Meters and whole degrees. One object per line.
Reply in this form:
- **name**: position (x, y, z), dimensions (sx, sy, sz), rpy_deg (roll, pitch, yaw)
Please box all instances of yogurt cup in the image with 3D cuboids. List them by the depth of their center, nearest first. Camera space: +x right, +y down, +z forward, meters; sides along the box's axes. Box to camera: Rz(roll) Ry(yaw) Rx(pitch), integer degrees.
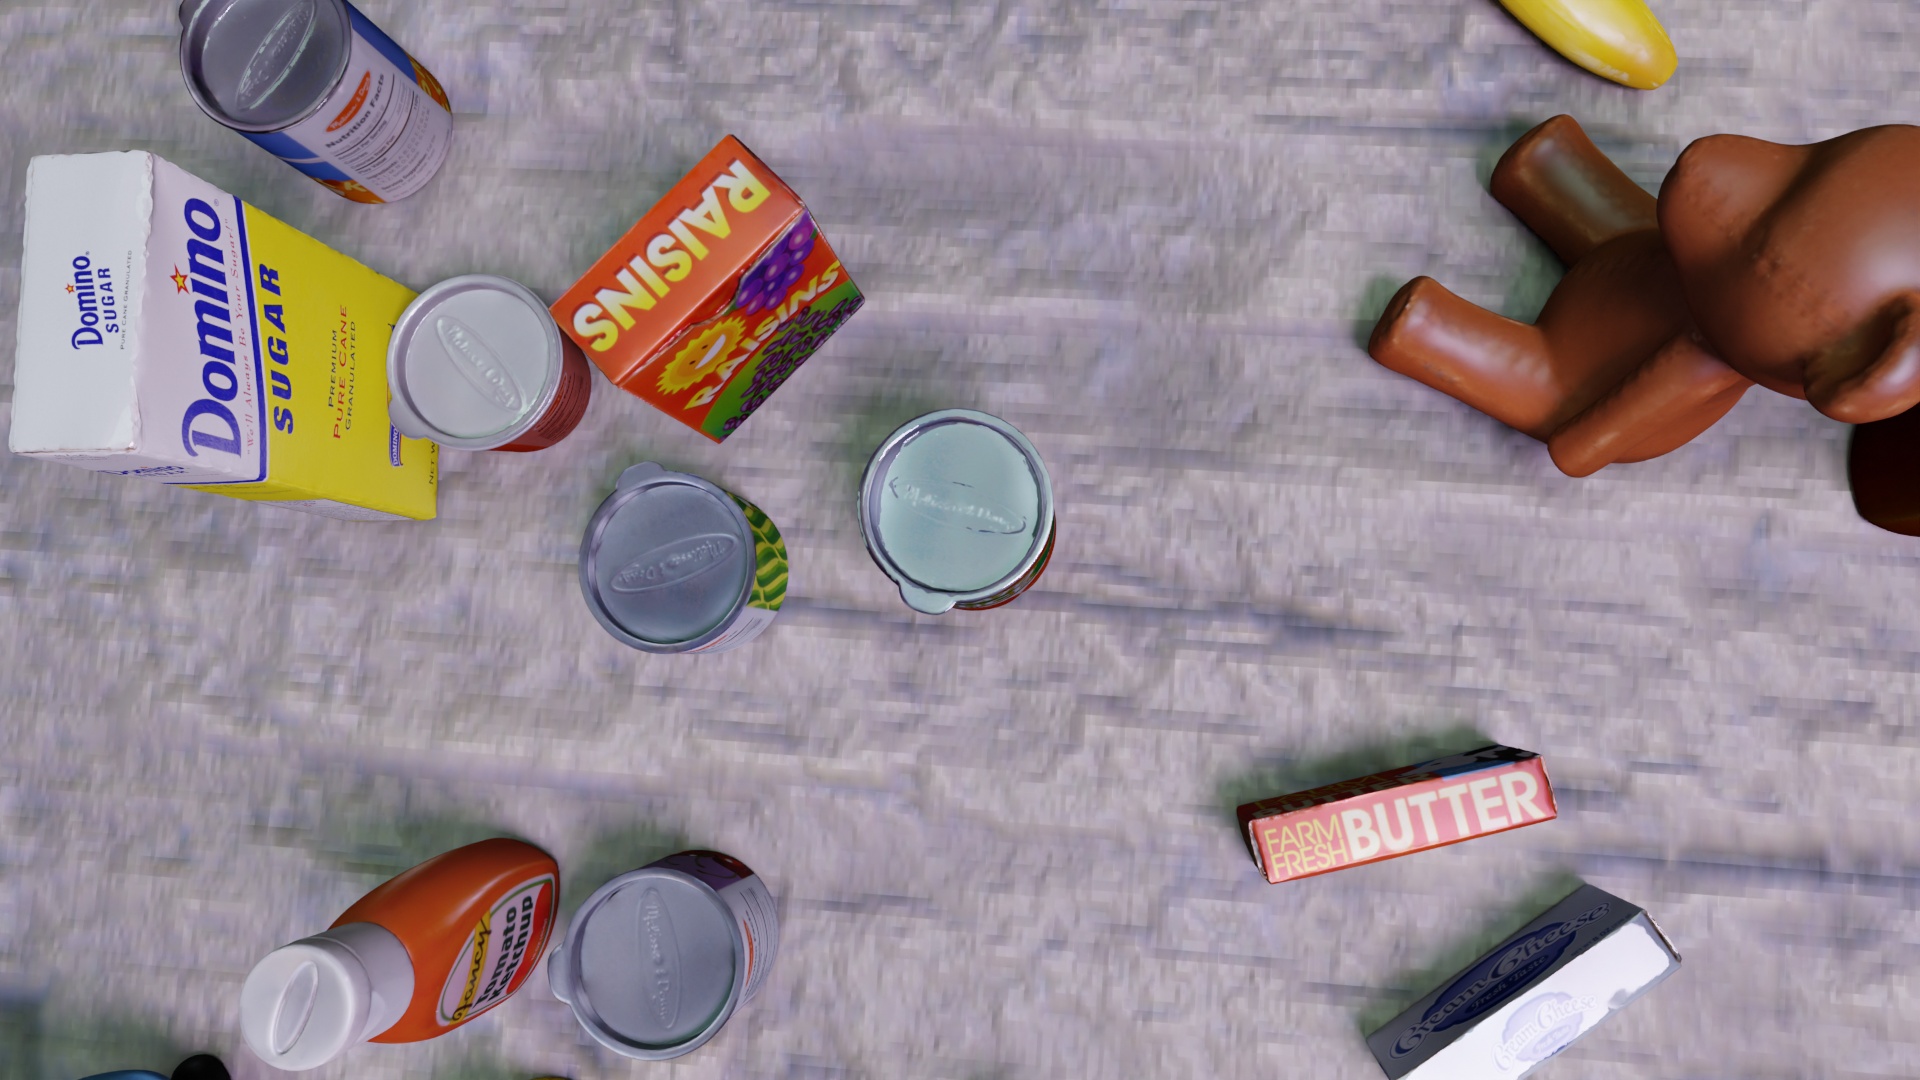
- **yogurt cup**: position (-0.180, -0.065, 0.544), dimensions (0.072, 0.054, 0.072), rpy_deg (0, 85, 5)

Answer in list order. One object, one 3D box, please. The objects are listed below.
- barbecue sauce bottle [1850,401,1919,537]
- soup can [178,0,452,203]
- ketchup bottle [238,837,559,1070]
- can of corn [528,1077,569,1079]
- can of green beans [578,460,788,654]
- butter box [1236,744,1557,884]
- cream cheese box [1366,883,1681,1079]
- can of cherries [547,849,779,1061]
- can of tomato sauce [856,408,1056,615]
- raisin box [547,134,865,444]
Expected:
- **barbecue sauce bottle**: position (0.347, -0.038, 0.446), dimensions (0.044, 0.148, 0.065), rpy_deg (11, 86, 6)
- **soup can**: position (-0.252, -0.178, 0.547), dimensions (0.071, 0.083, 0.071), rpy_deg (0, 85, 5)
- **ketchup bottle**: position (-0.187, 0.142, 0.476), dimensions (0.043, 0.148, 0.065), rpy_deg (18, 87, 7)
- **can of corn**: position (-0.159, 0.239, 0.510), dimensions (0.071, 0.058, 0.071), rpy_deg (0, 85, 5)
- **can of green beans**: position (-0.103, 0.010, 0.528), dimensions (0.071, 0.058, 0.071), rpy_deg (0, 85, 5)
- **butter box**: position (0.153, 0.098, 0.498), dimensions (0.103, 0.053, 0.024), rpy_deg (-14, 84, 4)
- **cream cheese box**: position (0.195, 0.163, 0.488), dimensions (0.104, 0.053, 0.024), rpy_deg (-36, 83, 1)
- **can of cherries**: position (-0.108, 0.150, 0.514), dimensions (0.071, 0.058, 0.071), rpy_deg (0, 85, 5)
- **can of tomato sauce**: position (0.002, -0.006, 0.507), dimensions (0.071, 0.083, 0.071), rpy_deg (0, 85, 5)
- **raisin box**: position (-0.086, -0.084, 0.503), dimensions (0.086, 0.123, 0.040), rpy_deg (-43, 83, 0)
